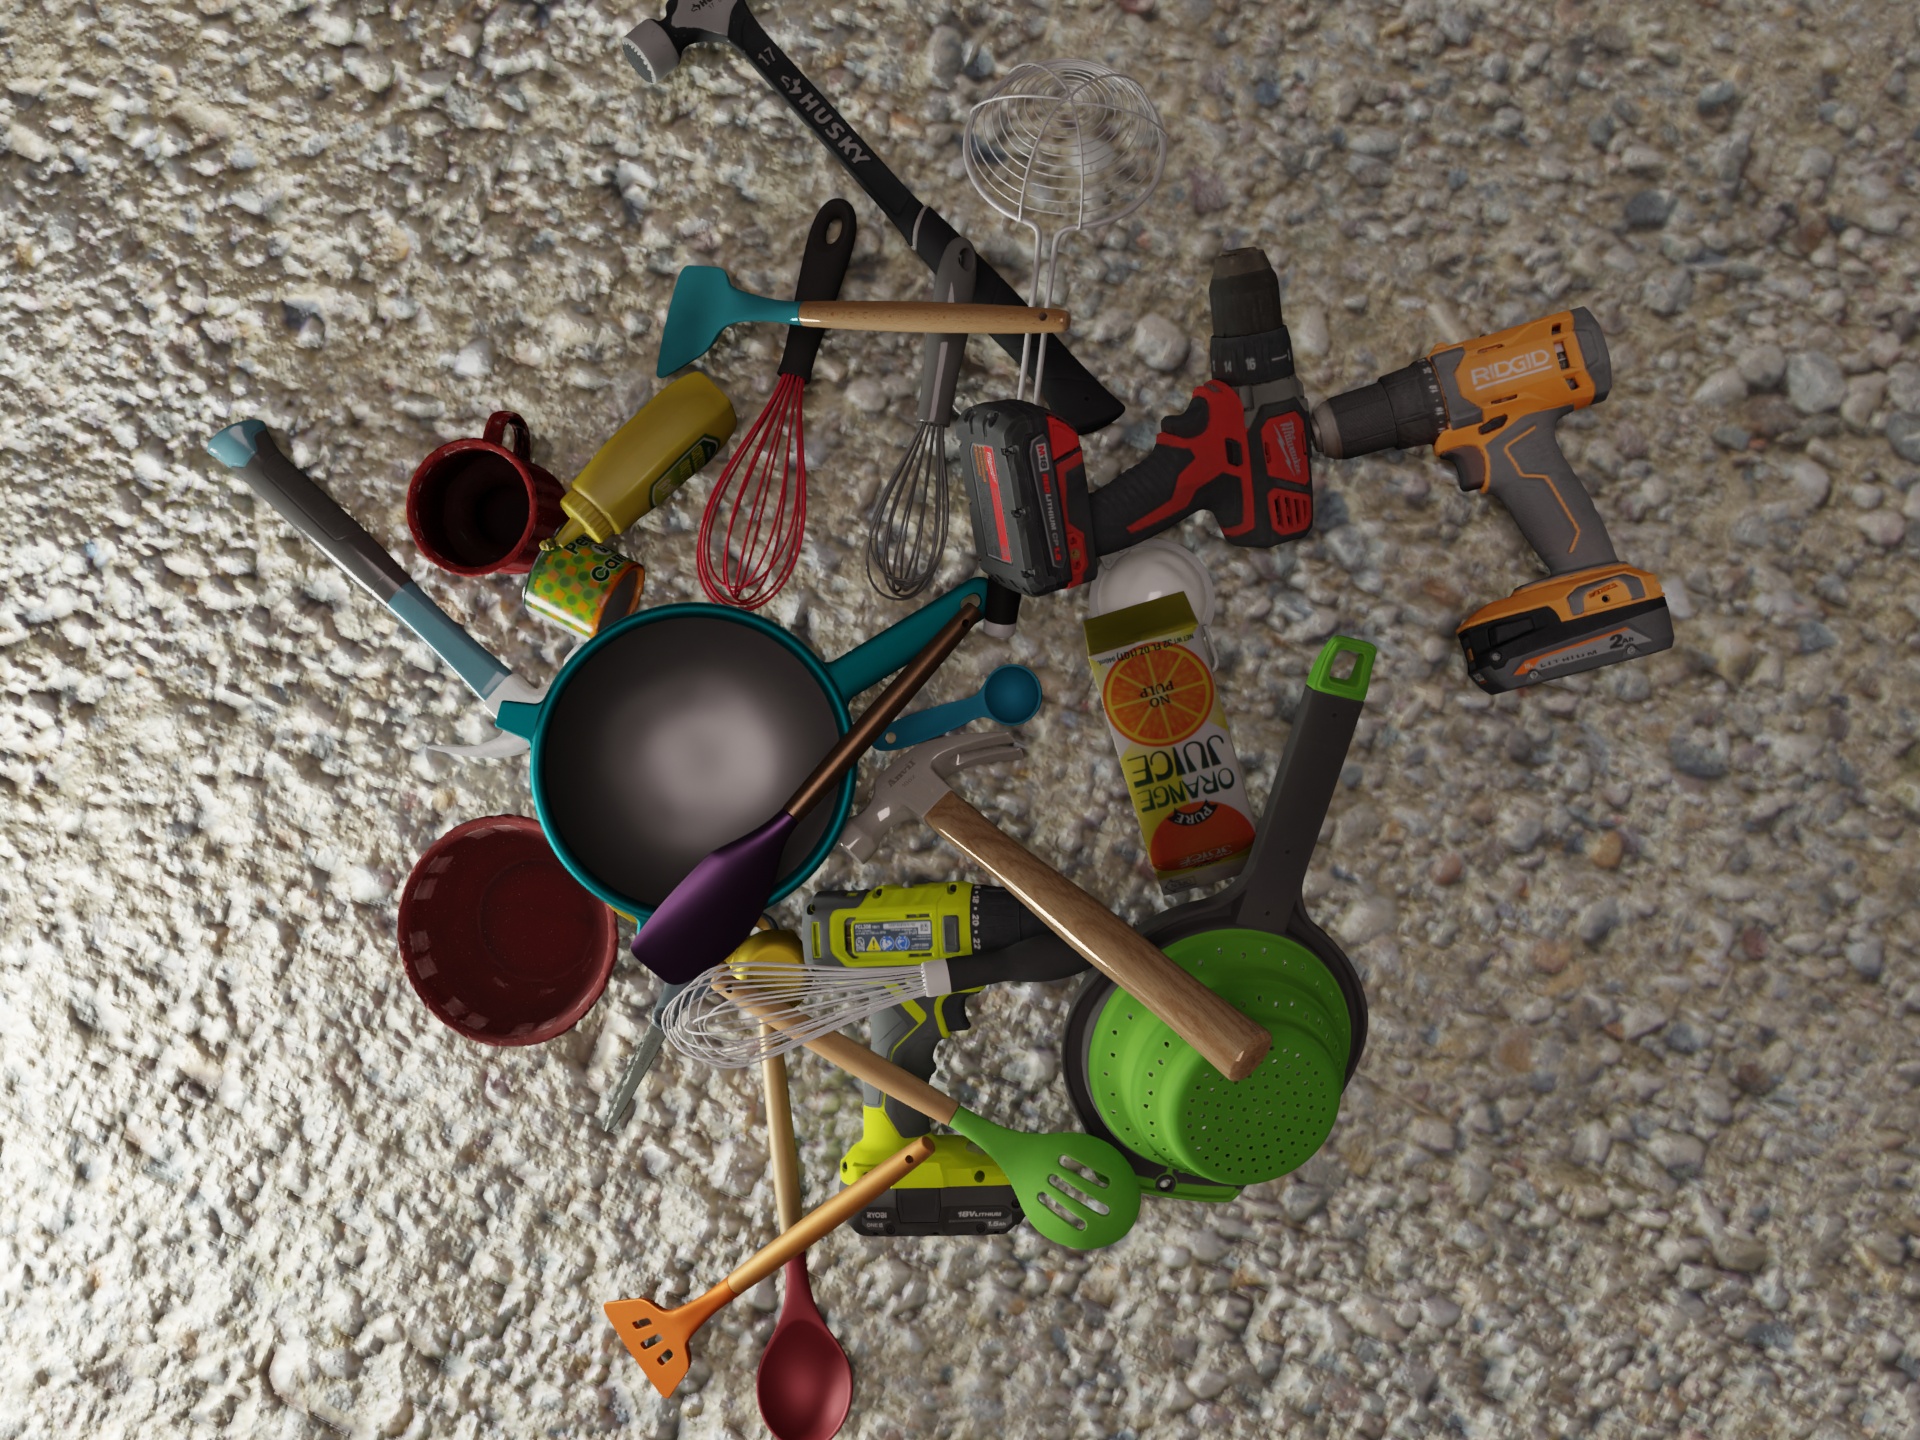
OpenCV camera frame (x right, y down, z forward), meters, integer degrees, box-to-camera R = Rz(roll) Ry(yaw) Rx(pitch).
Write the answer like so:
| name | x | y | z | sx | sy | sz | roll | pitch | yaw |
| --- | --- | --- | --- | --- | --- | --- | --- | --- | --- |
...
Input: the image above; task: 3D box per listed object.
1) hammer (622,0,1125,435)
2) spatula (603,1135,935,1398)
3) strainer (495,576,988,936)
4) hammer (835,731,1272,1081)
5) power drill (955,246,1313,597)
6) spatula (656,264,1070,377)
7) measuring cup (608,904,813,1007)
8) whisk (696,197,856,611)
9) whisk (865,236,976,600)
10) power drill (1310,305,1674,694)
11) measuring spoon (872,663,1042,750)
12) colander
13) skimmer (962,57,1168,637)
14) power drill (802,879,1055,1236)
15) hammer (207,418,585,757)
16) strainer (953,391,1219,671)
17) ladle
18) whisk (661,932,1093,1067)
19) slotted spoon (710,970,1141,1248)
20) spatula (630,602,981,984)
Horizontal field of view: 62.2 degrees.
| name | x | y | z | sx | sy | sz | roll | pitch | yaw |
| --- | --- | --- | --- | --- | --- | --- | --- | --- | --- |
| hammer | -0.037 | -0.350 | 1.071 | 0.149 | 0.036 | 0.409 | -42 | 89 | -10 |
| spatula | -0.130 | 0.361 | 1.066 | 0.322 | 0.041 | 0.081 | -40 | 82 | 22 |
| strainer | -0.128 | -0.005 | 1.084 | 0.340 | 0.095 | 0.211 | -32 | 99 | -13 |
| hammer | 0.062 | 0.111 | 0.994 | 0.130 | 0.031 | 0.332 | -46 | 52 | -10 |
| power drill | 0.116 | -0.183 | 0.989 | 0.226 | 0.080 | 0.187 | -17 | 110 | -19 |
| spatula | -0.074 | -0.261 | 1.033 | 0.317 | 0.044 | 0.082 | 9 | 83 | 25 |
| measuring cup | -0.171 | 0.152 | 1.084 | 0.156 | 0.029 | 0.062 | 27 | 88 | -13 |
| whisk | -0.118 | -0.216 | 1.087 | 0.073 | 0.073 | 0.296 | 14 | 87 | 7 |
| whisk | -0.021 | -0.196 | 1.038 | 0.055 | 0.055 | 0.239 | 11 | 93 | 8 |
| power drill | 0.336 | -0.132 | 1.013 | 0.185 | 0.084 | 0.226 | -15 | 85 | 8 |
| measuring spoon | -0.002 | -0.004 | 1.097 | 0.128 | 0.021 | 0.042 | -19 | 82 | 17 |
| colander | 0.193 | 0.146 | 0.981 | 0.204 | 0.095 | 0.397 | 12 | 105 | -12 |
| skimmer | 0.050 | -0.237 | 1.034 | 0.127 | 0.090 | 0.363 | 8 | 110 | 4 |
| power drill | -0.004 | 0.221 | 1.070 | 0.190 | 0.080 | 0.228 | -3 | 88 | 8 |
| hammer | -0.410 | -0.100 | 1.140 | 0.331 | 0.033 | 0.128 | 42 | 95 | 5 |
| strainer | 0.083 | -0.130 | 1.068 | 0.087 | 0.050 | 0.258 | -43 | 82 | -8 |
| ladle | -0.121 | 0.347 | 1.114 | 0.069 | 0.031 | 0.315 | -6 | 89 | 5 |
| whisk | -0.047 | 0.169 | 1.010 | 0.284 | 0.070 | 0.070 | -10 | 90 | -5 |
| slotted spoon | -0.027 | 0.243 | 1.022 | 0.314 | 0.031 | 0.070 | 28 | 86 | 11 |
| spatula | -0.092 | 0.044 | 1.036 | 0.059 | 0.018 | 0.316 | 44 | 81 | -22 |
